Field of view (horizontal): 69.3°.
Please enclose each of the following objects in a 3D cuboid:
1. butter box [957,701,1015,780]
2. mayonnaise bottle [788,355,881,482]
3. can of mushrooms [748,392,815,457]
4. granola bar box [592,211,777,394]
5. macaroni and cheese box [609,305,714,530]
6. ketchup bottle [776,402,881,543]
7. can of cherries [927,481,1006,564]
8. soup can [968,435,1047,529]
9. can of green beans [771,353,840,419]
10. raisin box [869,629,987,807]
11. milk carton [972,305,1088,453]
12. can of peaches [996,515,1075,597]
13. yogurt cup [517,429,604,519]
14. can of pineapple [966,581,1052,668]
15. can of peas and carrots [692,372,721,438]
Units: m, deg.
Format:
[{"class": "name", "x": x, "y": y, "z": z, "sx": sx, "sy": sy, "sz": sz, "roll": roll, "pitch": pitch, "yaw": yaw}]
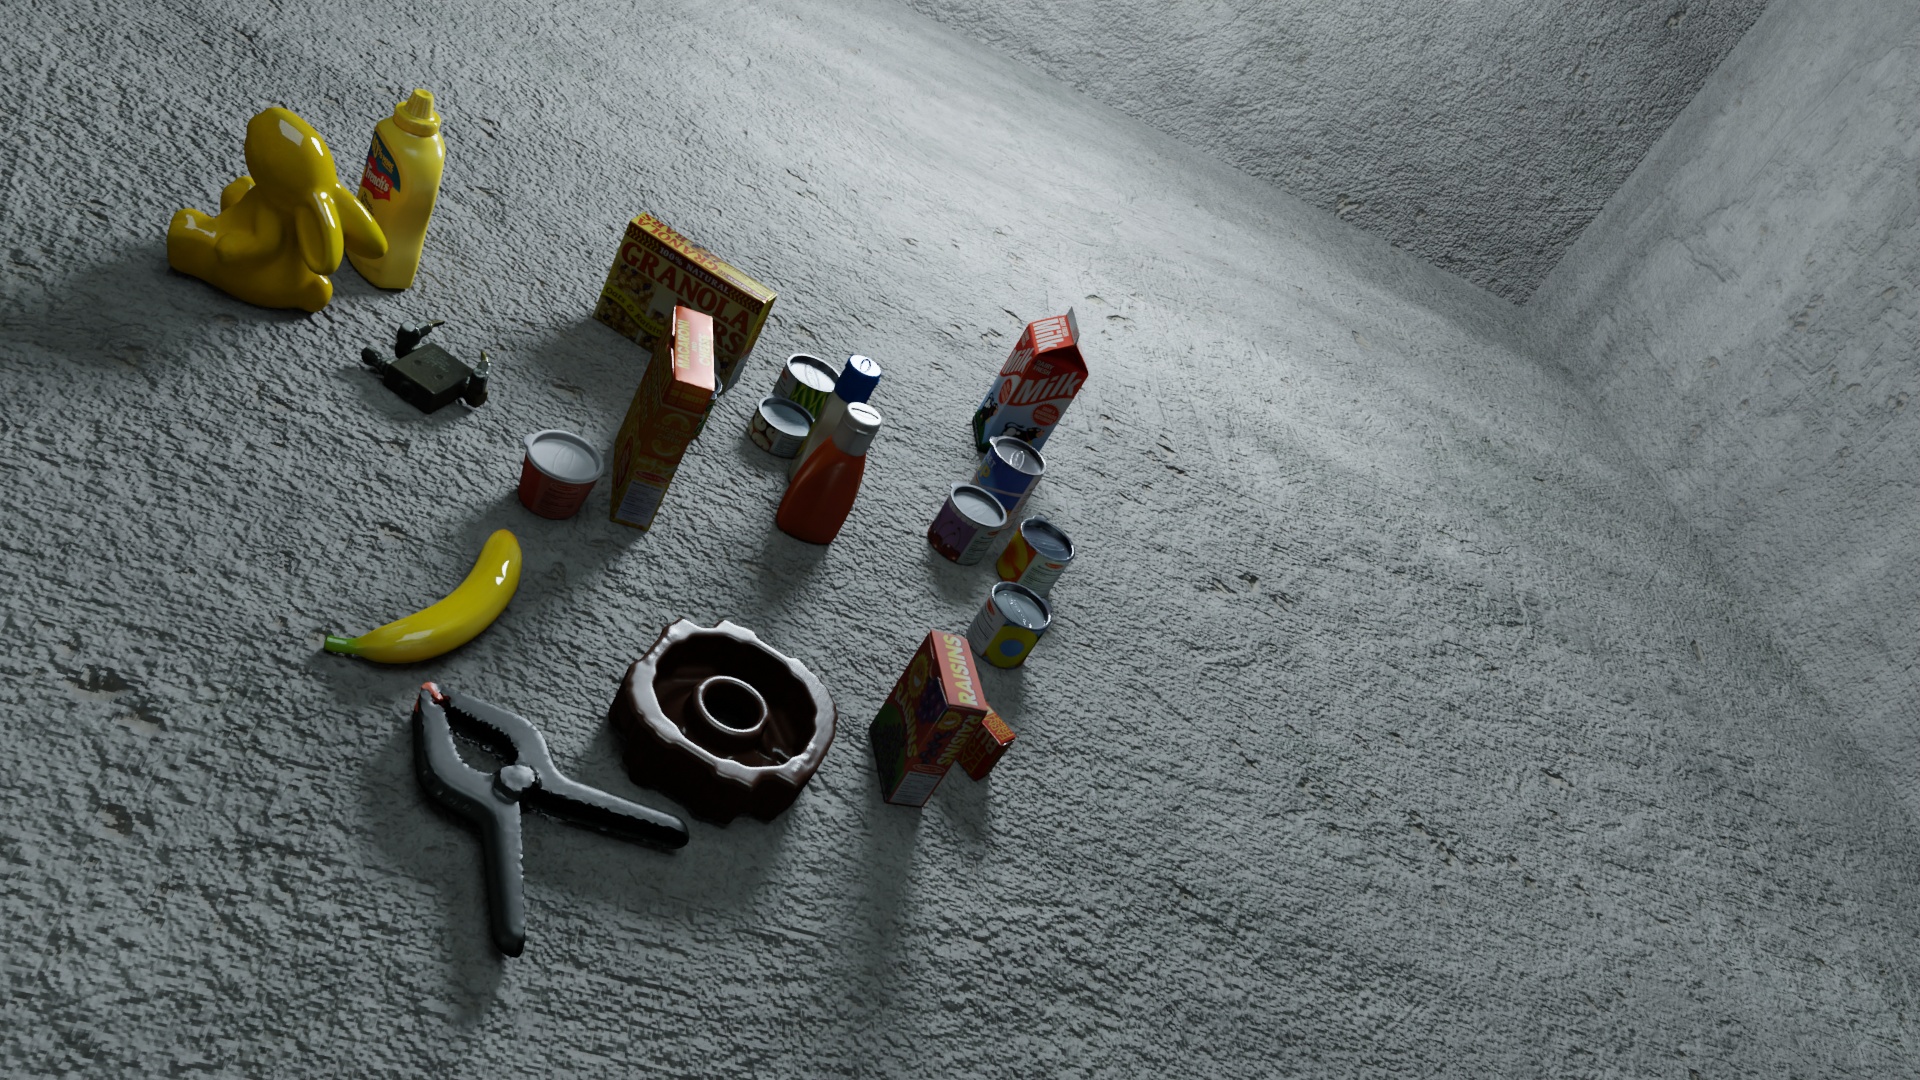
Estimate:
[{"class": "butter box", "x": 0.000, "y": 0.157, "z": 1.228, "sx": 0.024, "sy": 0.053, "sz": 0.104, "roll": -13, "pitch": 53, "yaw": -49}, {"class": "mayonnaise bottle", "x": -0.127, "y": -0.120, "z": 1.409, "sx": 0.041, "sy": 0.147, "sz": 0.065, "roll": 27, "pitch": 32, "yaw": -8}, {"class": "can of mushrooms", "x": -0.189, "y": -0.121, "z": 1.466, "sx": 0.071, "sy": 0.033, "sz": 0.071, "roll": 22, "pitch": 33, "yaw": -15}, {"class": "granola bar box", "x": -0.293, "y": -0.249, "z": 1.468, "sx": 0.165, "sy": 0.123, "sz": 0.039, "roll": 31, "pitch": 32, "yaw": -1}, {"class": "macaroni and cheese box", "x": -0.271, "y": -0.111, "z": 1.257, "sx": 0.040, "sy": 0.165, "sz": 0.124, "roll": 16, "pitch": 35, "yaw": -24}, {"class": "ketchup bottle", "x": -0.122, "y": -0.065, "z": 1.337, "sx": 0.065, "sy": 0.148, "sz": 0.044, "roll": 18, "pitch": 34, "yaw": -21}, {"class": "can of cherries", "x": 0.005, "y": -0.018, "z": 1.466, "sx": 0.071, "sy": 0.058, "sz": 0.072, "roll": 22, "pitch": 33, "yaw": -15}, {"class": "soup can", "x": 0.045, "y": -0.065, "z": 1.540, "sx": 0.071, "sy": 0.083, "sz": 0.072, "roll": 22, "pitch": 33, "yaw": -15}, {"class": "can of green beans", "x": -0.169, "y": -0.161, "z": 1.514, "sx": 0.071, "sy": 0.057, "sz": 0.071, "roll": 22, "pitch": 33, "yaw": -15}, {"class": "raisin box", "x": -0.029, "y": 0.148, "z": 1.149, "sx": 0.040, "sy": 0.122, "sz": 0.086, "roll": 15, "pitch": 36, "yaw": -25}, {"class": "milk carton", "x": 0.090, "y": -0.185, "z": 1.642, "sx": 0.073, "sy": 0.189, "sz": 0.073, "roll": 19, "pitch": 34, "yaw": -20}, {"class": "can of peaches", "x": 0.079, "y": 0.018, "z": 1.480, "sx": 0.071, "sy": 0.057, "sz": 0.071, "roll": 22, "pitch": 33, "yaw": -15}, {"class": "yogurt cup", "x": -0.354, "y": -0.055, "z": 1.218, "sx": 0.072, "sy": 0.053, "sz": 0.073, "roll": 22, "pitch": 33, "yaw": -15}, {"class": "can of pineapple", "x": 0.049, "y": 0.084, "z": 1.364, "sx": 0.071, "sy": 0.057, "sz": 0.071, "roll": 22, "pitch": 33, "yaw": -15}, {"class": "can of peas and carrots", "x": -0.279, "y": -0.142, "z": 1.394, "sx": 0.071, "sy": 0.058, "sz": 0.071, "roll": 22, "pitch": 33, "yaw": -15}]
